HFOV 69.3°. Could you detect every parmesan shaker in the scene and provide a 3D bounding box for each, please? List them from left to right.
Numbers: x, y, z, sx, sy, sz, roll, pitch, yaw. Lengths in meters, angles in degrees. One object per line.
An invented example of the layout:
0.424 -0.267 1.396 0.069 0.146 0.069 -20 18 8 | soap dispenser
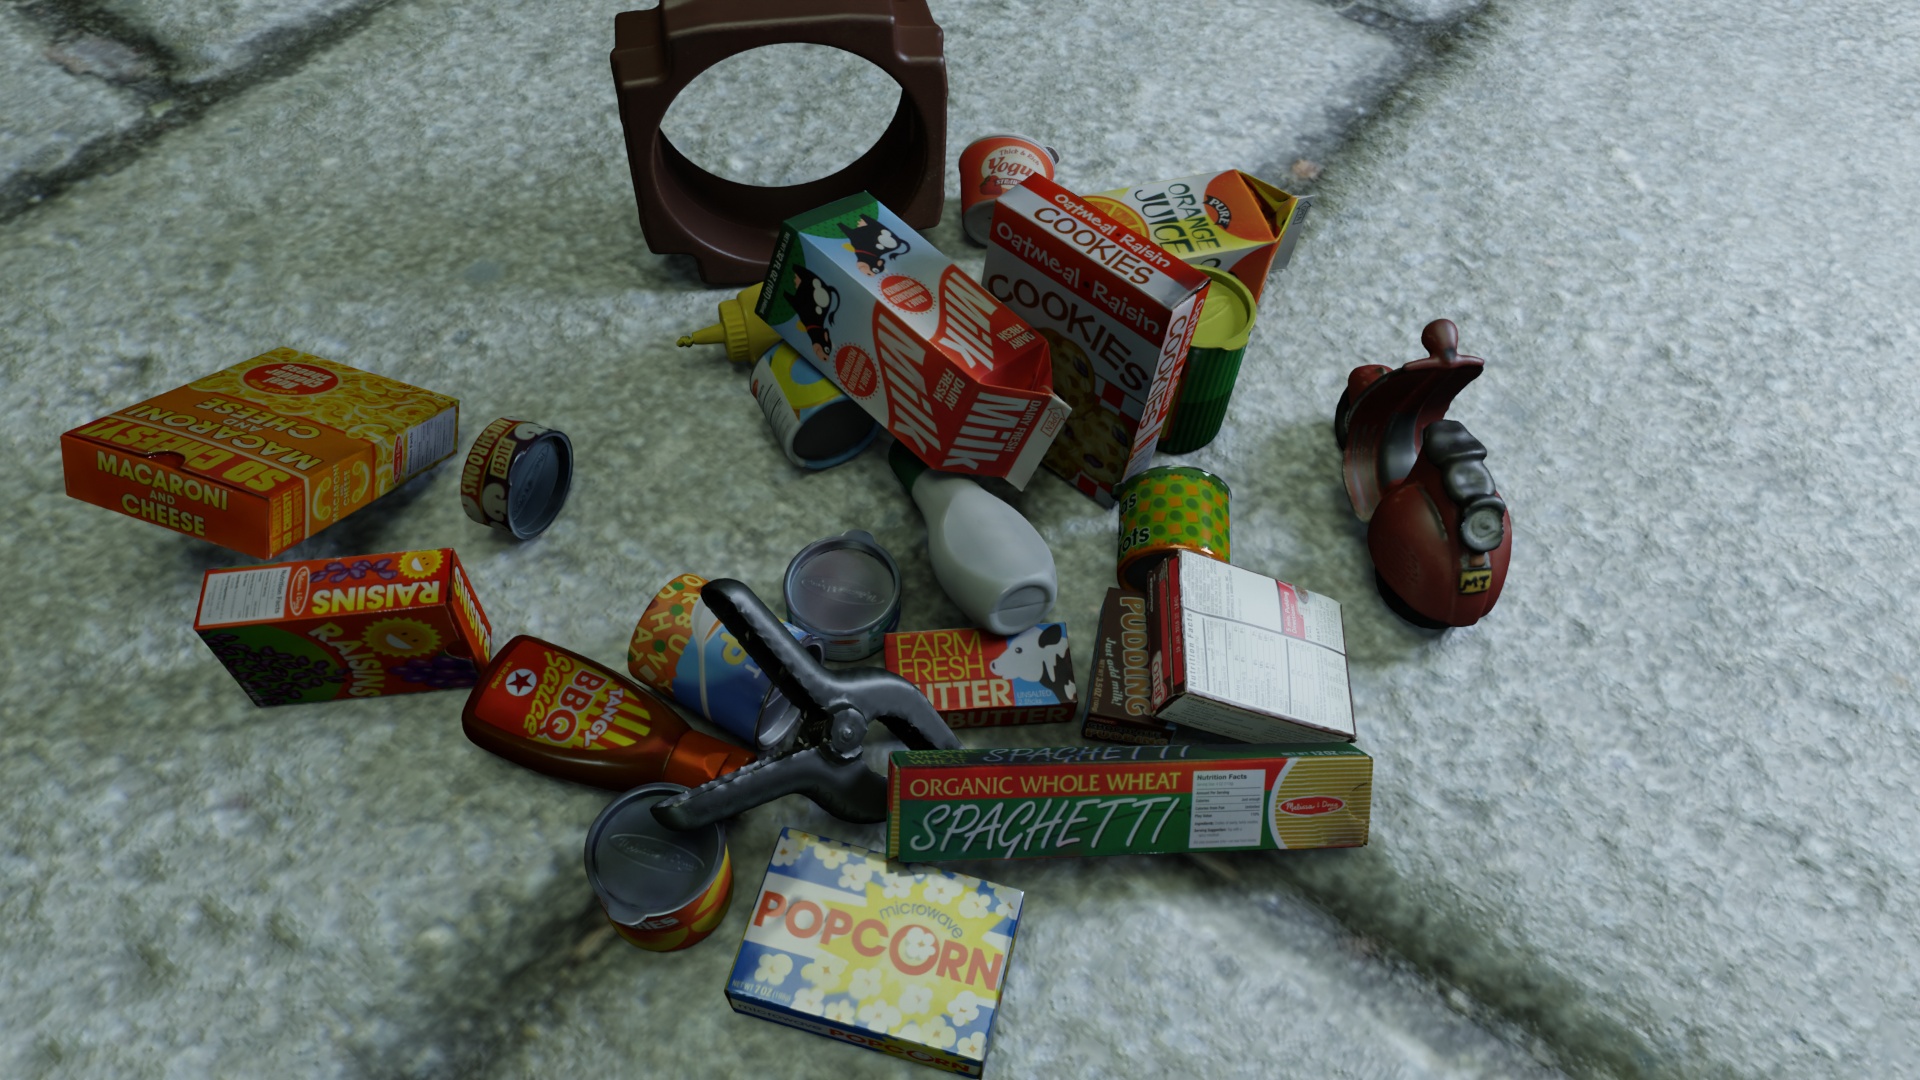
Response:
0.139 -0.107 0.850 0.071 0.102 0.071 1 56 -2 | parmesan shaker

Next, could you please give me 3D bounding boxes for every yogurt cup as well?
0.030 -0.239 0.958 0.072 0.072 0.054 5 64 0 | yogurt cup

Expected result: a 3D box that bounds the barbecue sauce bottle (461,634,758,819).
-0.180 0.102 0.725 0.148 0.043 0.065 20 56 10 | barbecue sauce bottle

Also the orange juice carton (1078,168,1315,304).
0.139 -0.189 0.925 0.193 0.071 0.073 -12 58 -11 | orange juice carton

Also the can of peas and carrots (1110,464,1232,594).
0.121 -0.002 0.799 0.071 0.070 0.059 6 57 1 | can of peas and carrots

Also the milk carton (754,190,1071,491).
-0.021 -0.111 0.800 0.191 0.072 0.074 42 45 13 | milk carton

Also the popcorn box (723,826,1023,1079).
-0.040 0.198 0.671 0.127 0.038 0.085 14 56 6 | popcorn box

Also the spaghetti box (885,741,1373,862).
0.086 0.130 0.699 0.250 0.029 0.050 1 97 -11 | spaghetti box

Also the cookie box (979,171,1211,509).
0.067 -0.113 0.810 0.123 0.166 0.040 37 56 19 | cookie box

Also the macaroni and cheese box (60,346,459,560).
-0.383 -0.055 0.776 0.124 0.040 0.167 16 26 8 | macaroni and cheese box

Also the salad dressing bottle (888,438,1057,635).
0.003 -0.010 0.798 0.064 0.043 0.148 -10 44 -24 | salad dressing bottle

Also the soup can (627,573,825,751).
-0.124 0.061 0.740 0.084 0.071 0.072 26 59 14 | soup can

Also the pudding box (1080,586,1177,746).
0.098 0.071 0.771 0.050 0.030 0.084 11 56 3 | pudding box

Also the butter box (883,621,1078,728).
0.010 0.075 0.766 0.103 0.024 0.053 -3 56 -6 | butter box

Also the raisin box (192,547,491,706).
-0.319 0.047 0.730 0.123 0.085 0.040 -5 55 -7 | raisin box

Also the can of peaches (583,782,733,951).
-0.147 0.162 0.678 0.071 0.057 0.071 2 56 -3 | can of peaches

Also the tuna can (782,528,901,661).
-0.066 0.031 0.787 0.071 0.032 0.071 2 56 -2 | tuna can

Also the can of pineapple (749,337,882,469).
-0.085 -0.086 0.845 0.071 0.070 0.058 -22 60 -17 | can of pineapple

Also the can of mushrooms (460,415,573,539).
-0.256 -0.037 0.800 0.033 0.070 0.071 19 57 11 | can of mushrooms

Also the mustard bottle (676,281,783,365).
-0.103 -0.142 0.892 0.160 0.048 0.065 -14 56 -12 | mustard bottle
